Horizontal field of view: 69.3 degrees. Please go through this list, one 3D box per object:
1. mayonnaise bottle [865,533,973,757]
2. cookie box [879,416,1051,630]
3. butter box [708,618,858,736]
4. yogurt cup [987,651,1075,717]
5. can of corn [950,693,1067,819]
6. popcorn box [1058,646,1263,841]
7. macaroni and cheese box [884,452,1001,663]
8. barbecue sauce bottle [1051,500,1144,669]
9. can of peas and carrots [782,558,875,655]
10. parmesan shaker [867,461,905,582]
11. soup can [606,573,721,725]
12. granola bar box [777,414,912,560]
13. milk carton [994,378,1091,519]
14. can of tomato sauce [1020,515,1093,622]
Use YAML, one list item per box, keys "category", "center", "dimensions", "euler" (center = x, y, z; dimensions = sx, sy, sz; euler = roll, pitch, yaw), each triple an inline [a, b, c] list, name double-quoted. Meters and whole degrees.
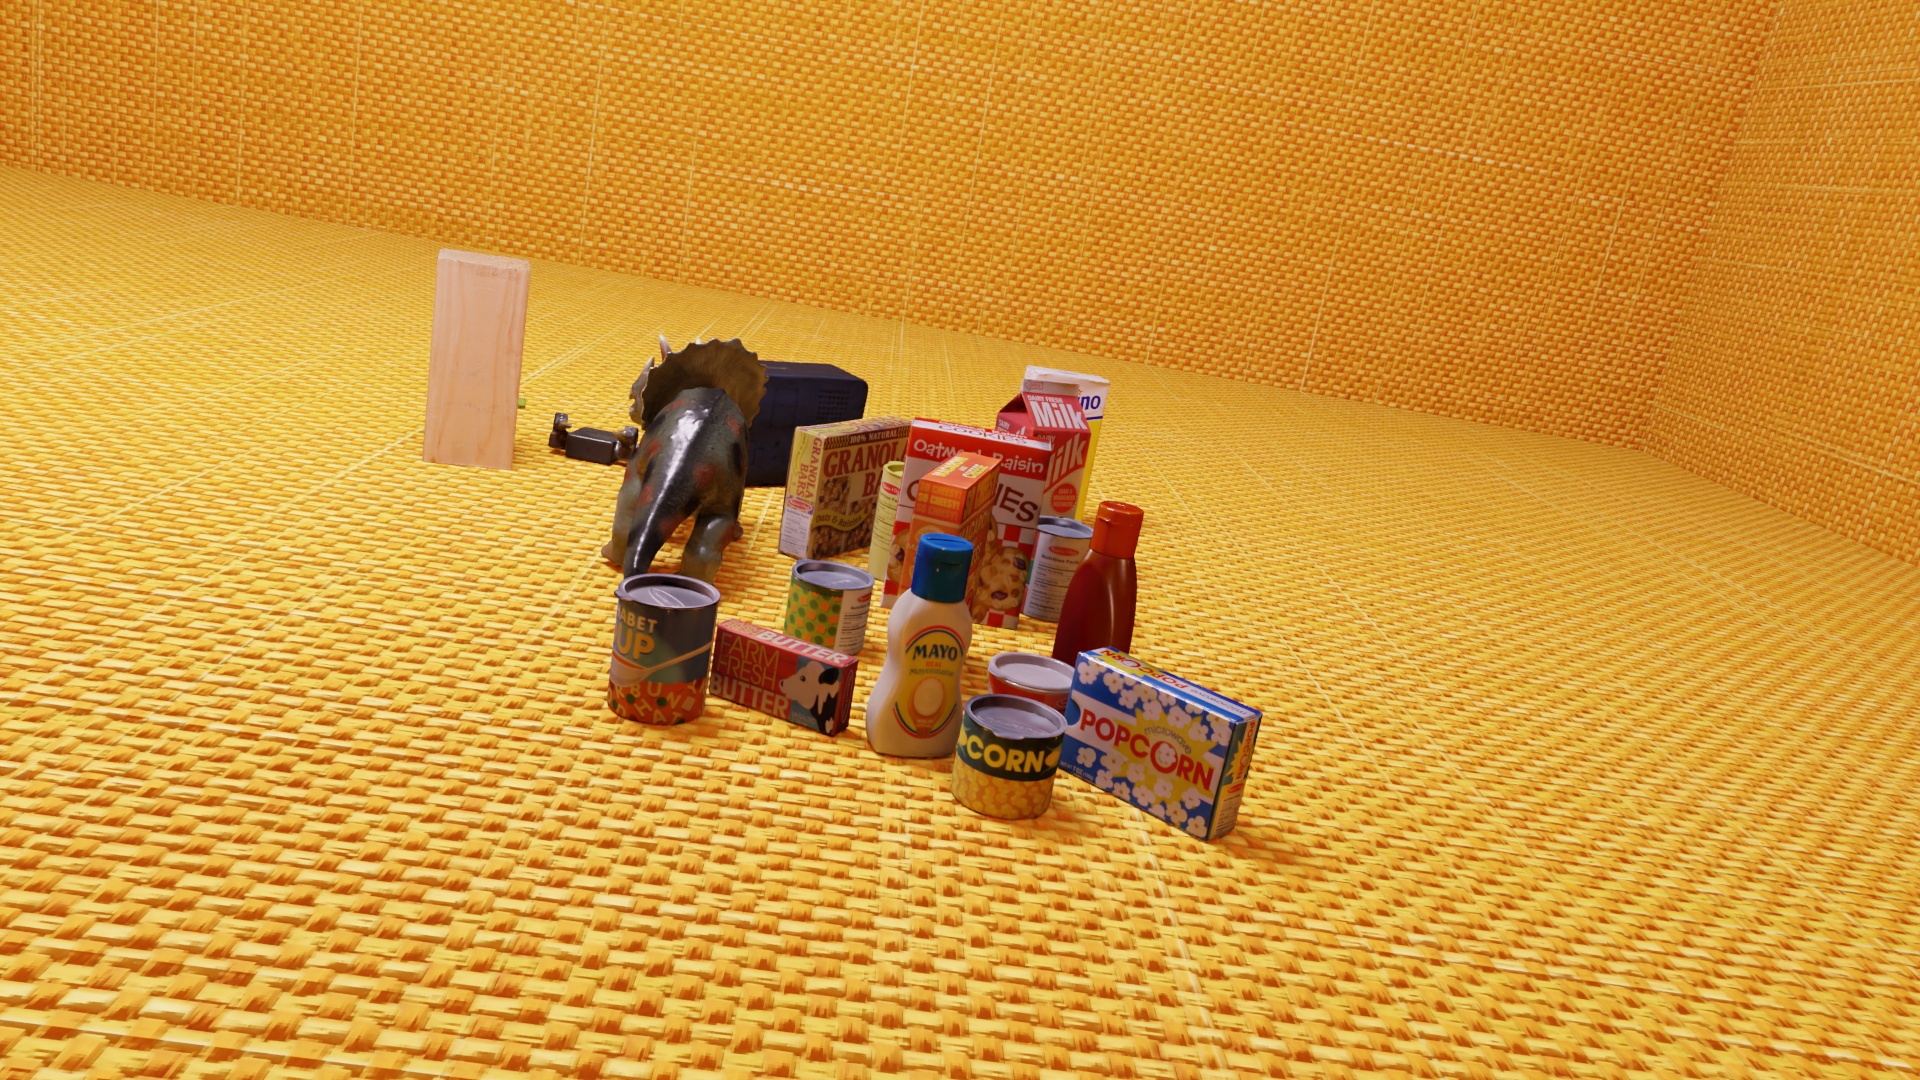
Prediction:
- category: "mayonnaise bottle"
  center: [-0.022, 0.070, 0.924]
  dimensions: [0.065, 0.147, 0.041]
  euler: [5, 16, -19]
- category: "cookie box"
  center: [0.004, -0.015, 1.213]
  dimensions: [0.123, 0.167, 0.040]
  euler: [10, 15, -2]
- category: "butter box"
  center: [-0.123, 0.093, 0.955]
  dimensions: [0.103, 0.053, 0.024]
  euler: [16, 16, 20]
- category: "yogurt cup"
  center: [0.049, 0.116, 0.985]
  dimensions: [0.072, 0.053, 0.072]
  euler: [10, 15, -3]
- category: "can of corn"
  center: [0.030, 0.138, 0.884]
  dimensions: [0.071, 0.058, 0.071]
  euler: [10, 15, -3]
- category: "popcorn box"
  center: [0.130, 0.132, 0.921]
  dimensions: [0.127, 0.085, 0.038]
  euler: [22, 19, 37]
- category: "macaroni and cheese box"
  center: [-0.014, 0.024, 1.062]
  dimensions: [0.040, 0.166, 0.124]
  euler: [13, 15, 11]
- category: "barbecue sauce bottle"
  center: [0.114, 0.043, 1.110]
  dimensions: [0.044, 0.148, 0.065]
  euler: [-3, 20, -42]
- category: "can of peas and carrots"
  center: [-0.107, 0.053, 1.100]
  dimensions: [0.071, 0.058, 0.071]
  euler: [10, 15, -3]
- category: "parmesan shaker"
  center: [-0.049, -0.016, 1.301]
  dimensions: [0.071, 0.102, 0.071]
  euler: [10, 15, -3]
- category: "soup can"
  center: [-0.200, 0.072, 0.922]
  dimensions: [0.071, 0.083, 0.071]
  euler: [10, 15, -3]
- category: "granola bar box"
  center: [-0.109, -0.054, 1.360]
  dimensions: [0.039, 0.123, 0.166]
  euler: [18, 17, 26]
- category: "milk carton"
  center: [0.075, -0.069, 1.409]
  dimensions: [0.072, 0.190, 0.073]
  euler: [1, 17, -31]
- category: "can of tomato sauce"
  center: [0.086, 0.026, 1.280]
  dimensions: [0.071, 0.082, 0.071]
  euler: [10, 15, -3]
